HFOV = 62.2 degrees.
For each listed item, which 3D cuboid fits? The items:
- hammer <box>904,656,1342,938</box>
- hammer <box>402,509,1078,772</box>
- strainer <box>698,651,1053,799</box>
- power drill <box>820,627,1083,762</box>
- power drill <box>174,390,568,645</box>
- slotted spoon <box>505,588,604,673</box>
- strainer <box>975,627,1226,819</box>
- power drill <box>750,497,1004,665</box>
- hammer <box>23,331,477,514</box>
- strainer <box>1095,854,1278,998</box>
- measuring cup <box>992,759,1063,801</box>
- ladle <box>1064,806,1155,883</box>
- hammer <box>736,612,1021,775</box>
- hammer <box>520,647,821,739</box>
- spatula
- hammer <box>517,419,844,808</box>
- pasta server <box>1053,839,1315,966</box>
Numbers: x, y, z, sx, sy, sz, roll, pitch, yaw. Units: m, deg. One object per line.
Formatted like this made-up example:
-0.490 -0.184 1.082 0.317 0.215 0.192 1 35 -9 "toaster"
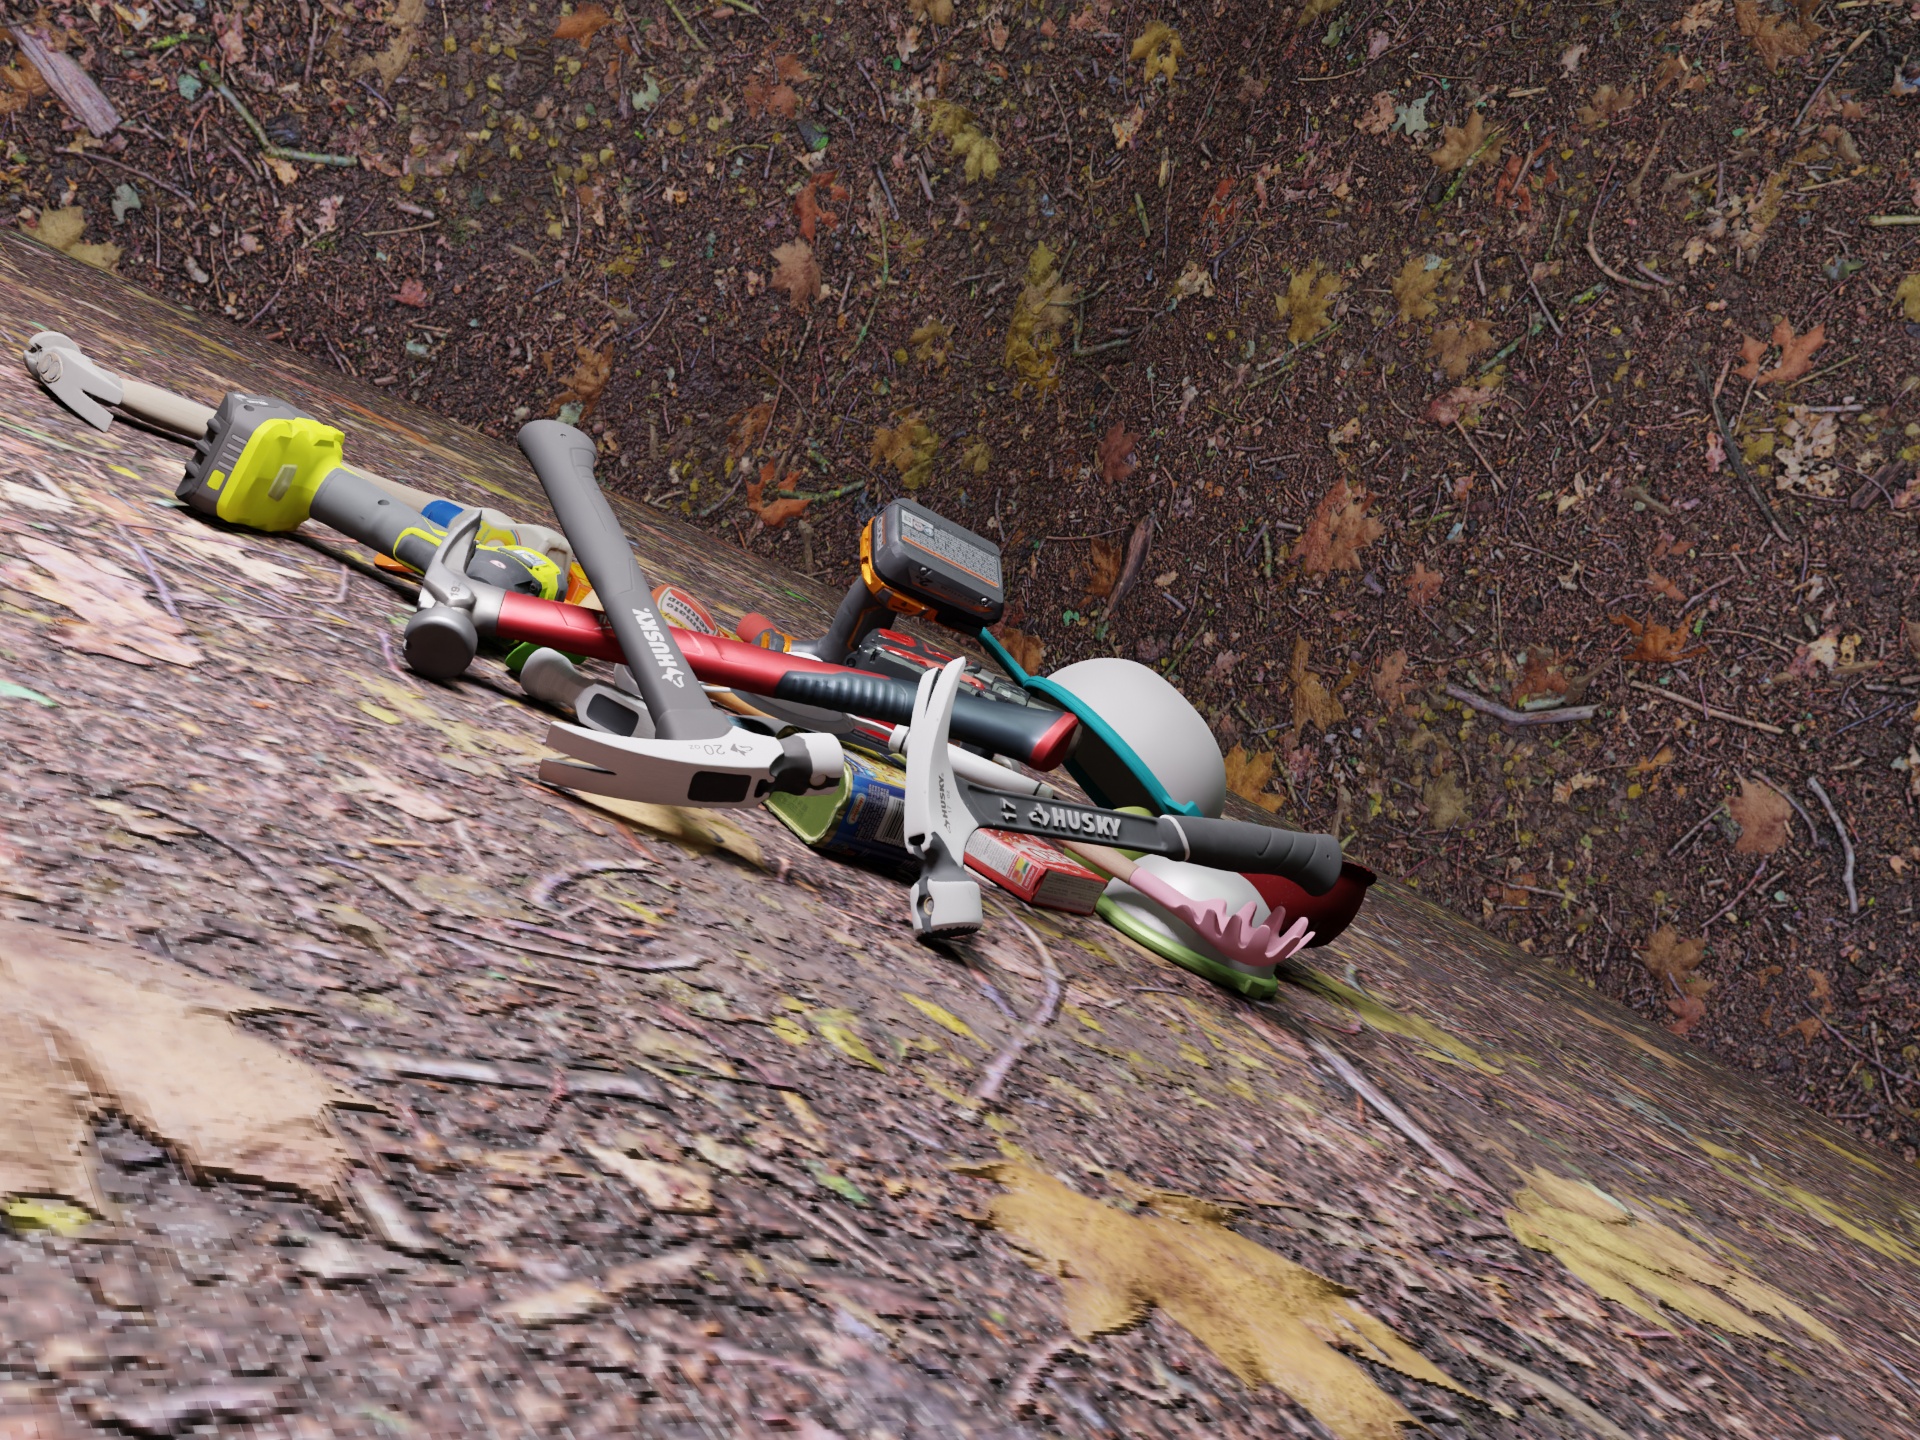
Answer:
0.115 0.065 0.961 0.036 0.149 0.408 -20 -22 40 "hammer"
-0.118 -0.038 0.942 0.386 0.038 0.143 13 31 -13 "hammer"
-0.044 0.007 1.015 0.258 0.050 0.086 23 -17 10 "strainer"
-0.002 -0.004 1.163 0.188 0.080 0.227 22 9 2 "power drill"
-0.372 -0.122 1.026 0.223 0.080 0.171 29 5 -6 "power drill"
-0.254 -0.074 1.095 0.031 0.070 0.314 62 3 -14 "slotted spoon"
0.113 -0.024 1.347 0.341 0.095 0.210 48 -9 20 "strainer"
-0.061 -0.068 1.326 0.164 0.226 0.084 25 42 -28 "power drill"
-0.530 -0.206 1.300 0.146 0.038 0.410 32 7 37 "hammer"
0.129 0.110 1.163 0.256 0.069 0.151 29 6 14 "strainer"
0.001 0.048 1.282 0.173 0.052 0.095 28 5 6 "measuring cup"
0.110 0.091 1.370 0.320 0.078 0.062 -143 -149 -84 "ladle"
-0.106 -0.027 1.587 0.359 0.036 0.149 30 7 35 "hammer"
-0.146 0.008 1.053 0.128 0.033 0.331 27 5 20 "hammer"
-0.276 -0.062 1.191 0.322 0.041 0.081 29 4 -20 "spatula"
-0.191 -0.071 0.874 0.146 0.035 0.335 -1 39 -32 "hammer"
0.105 0.089 1.111 0.316 0.040 0.060 31 19 36 "pasta server"
